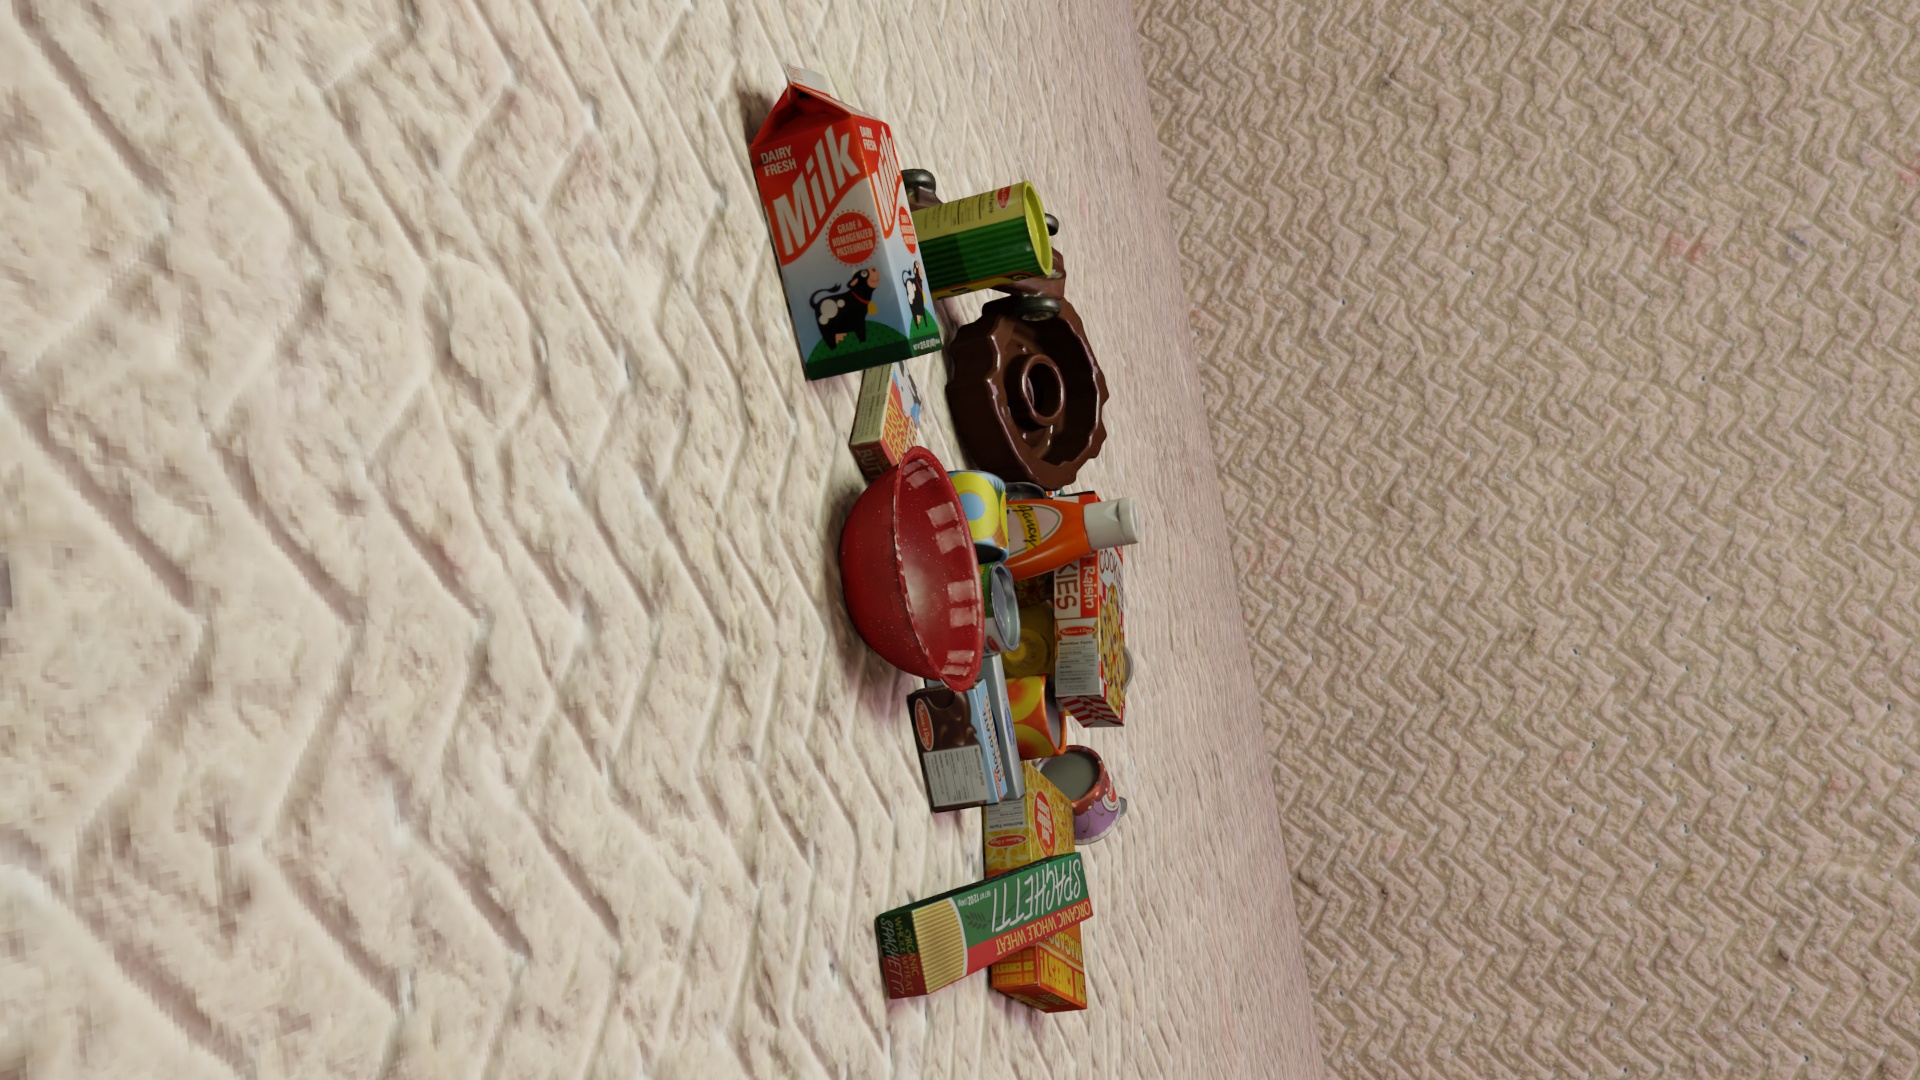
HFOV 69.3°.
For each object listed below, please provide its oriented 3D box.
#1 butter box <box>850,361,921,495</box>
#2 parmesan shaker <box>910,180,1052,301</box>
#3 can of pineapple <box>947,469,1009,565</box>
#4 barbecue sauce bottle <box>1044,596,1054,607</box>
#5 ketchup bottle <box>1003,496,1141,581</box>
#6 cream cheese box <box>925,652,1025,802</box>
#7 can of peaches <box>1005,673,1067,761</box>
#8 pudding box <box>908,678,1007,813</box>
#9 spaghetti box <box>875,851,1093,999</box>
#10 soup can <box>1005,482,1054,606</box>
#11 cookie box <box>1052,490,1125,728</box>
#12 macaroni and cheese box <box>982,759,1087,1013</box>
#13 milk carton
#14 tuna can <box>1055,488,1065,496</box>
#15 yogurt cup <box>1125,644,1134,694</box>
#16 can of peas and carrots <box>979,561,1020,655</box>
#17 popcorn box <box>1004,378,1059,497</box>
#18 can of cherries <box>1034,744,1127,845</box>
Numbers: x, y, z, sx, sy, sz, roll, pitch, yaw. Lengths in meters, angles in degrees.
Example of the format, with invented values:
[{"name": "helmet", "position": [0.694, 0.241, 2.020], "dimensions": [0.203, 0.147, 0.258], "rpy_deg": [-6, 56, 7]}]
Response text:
[{"name": "butter box", "position": [-0.051, -0.083, 0.969], "dimensions": [0.104, 0.024, 0.053], "rpy_deg": [-84, 156, -45]}, {"name": "parmesan shaker", "position": [0.006, -0.209, 0.978], "dimensions": [0.071, 0.103, 0.071], "rpy_deg": [-12, 91, -73]}, {"name": "can of pineapple", "position": [0.004, -0.013, 1.024], "dimensions": [0.071, 0.071, 0.058], "rpy_deg": [46, 38, -62]}, {"name": "barbecue sauce bottle", "position": [0.089, 0.033, 1.319], "dimensions": [0.148, 0.043, 0.065], "rpy_deg": [58, 25, -50]}, {"name": "ketchup bottle", "position": [0.064, -0.004, 1.078], "dimensions": [0.043, 0.149, 0.065], "rpy_deg": [56, 29, -56]}, {"name": "cream cheese box", "position": [0.010, 0.134, 0.979], "dimensions": [0.024, 0.053, 0.104], "rpy_deg": [4, 75, -75]}, {"name": "can of peaches", "position": [0.047, 0.142, 1.089], "dimensions": [0.071, 0.058, 0.071], "rpy_deg": [-12, 91, -74]}, {"name": "pudding box", "position": [-0.001, 0.139, 0.947], "dimensions": [0.030, 0.049, 0.083], "rpy_deg": [-26, 104, -74]}, {"name": "spaghetti box", "position": [0.024, 0.248, 0.917], "dimensions": [0.250, 0.028, 0.050], "rpy_deg": [6, 70, -61]}, {"name": "soup can", "position": [0.052, 0.004, 1.161], "dimensions": [0.072, 0.071, 0.083], "rpy_deg": [-77, 155, -53]}, {"name": "cookie box", "position": [0.107, 0.059, 1.139], "dimensions": [0.122, 0.040, 0.168], "rpy_deg": [51, 37, -65]}, {"name": "macaroni and cheese box", "position": [0.057, 0.268, 1.069], "dimensions": [0.123, 0.040, 0.167], "rpy_deg": [50, 33, -56]}, {"name": "milk carton", "position": [-0.075, -0.203, 0.880], "dimensions": [0.072, 0.073, 0.190], "rpy_deg": [-36, 114, -71]}, {"name": "tuna can", "position": [0.087, -0.023, 1.365], "dimensions": [0.071, 0.033, 0.071], "rpy_deg": [-12, 91, -74]}, {"name": "yogurt cup", "position": [0.142, 0.121, 1.403], "dimensions": [0.054, 0.072, 0.072], "rpy_deg": [-59, 136, -77]}, {"name": "can of peas and carrots", "position": [0.006, 0.051, 1.011], "dimensions": [0.071, 0.058, 0.071], "rpy_deg": [-12, 91, -74]}, {"name": "popcorn box", "position": [0.054, -0.096, 1.294], "dimensions": [0.085, 0.038, 0.126], "rpy_deg": [-26, 105, -72]}, {"name": "can of cherries", "position": [0.102, 0.218, 1.196], "dimensions": [0.072, 0.071, 0.058], "rpy_deg": [-82, 155, -48]}]
